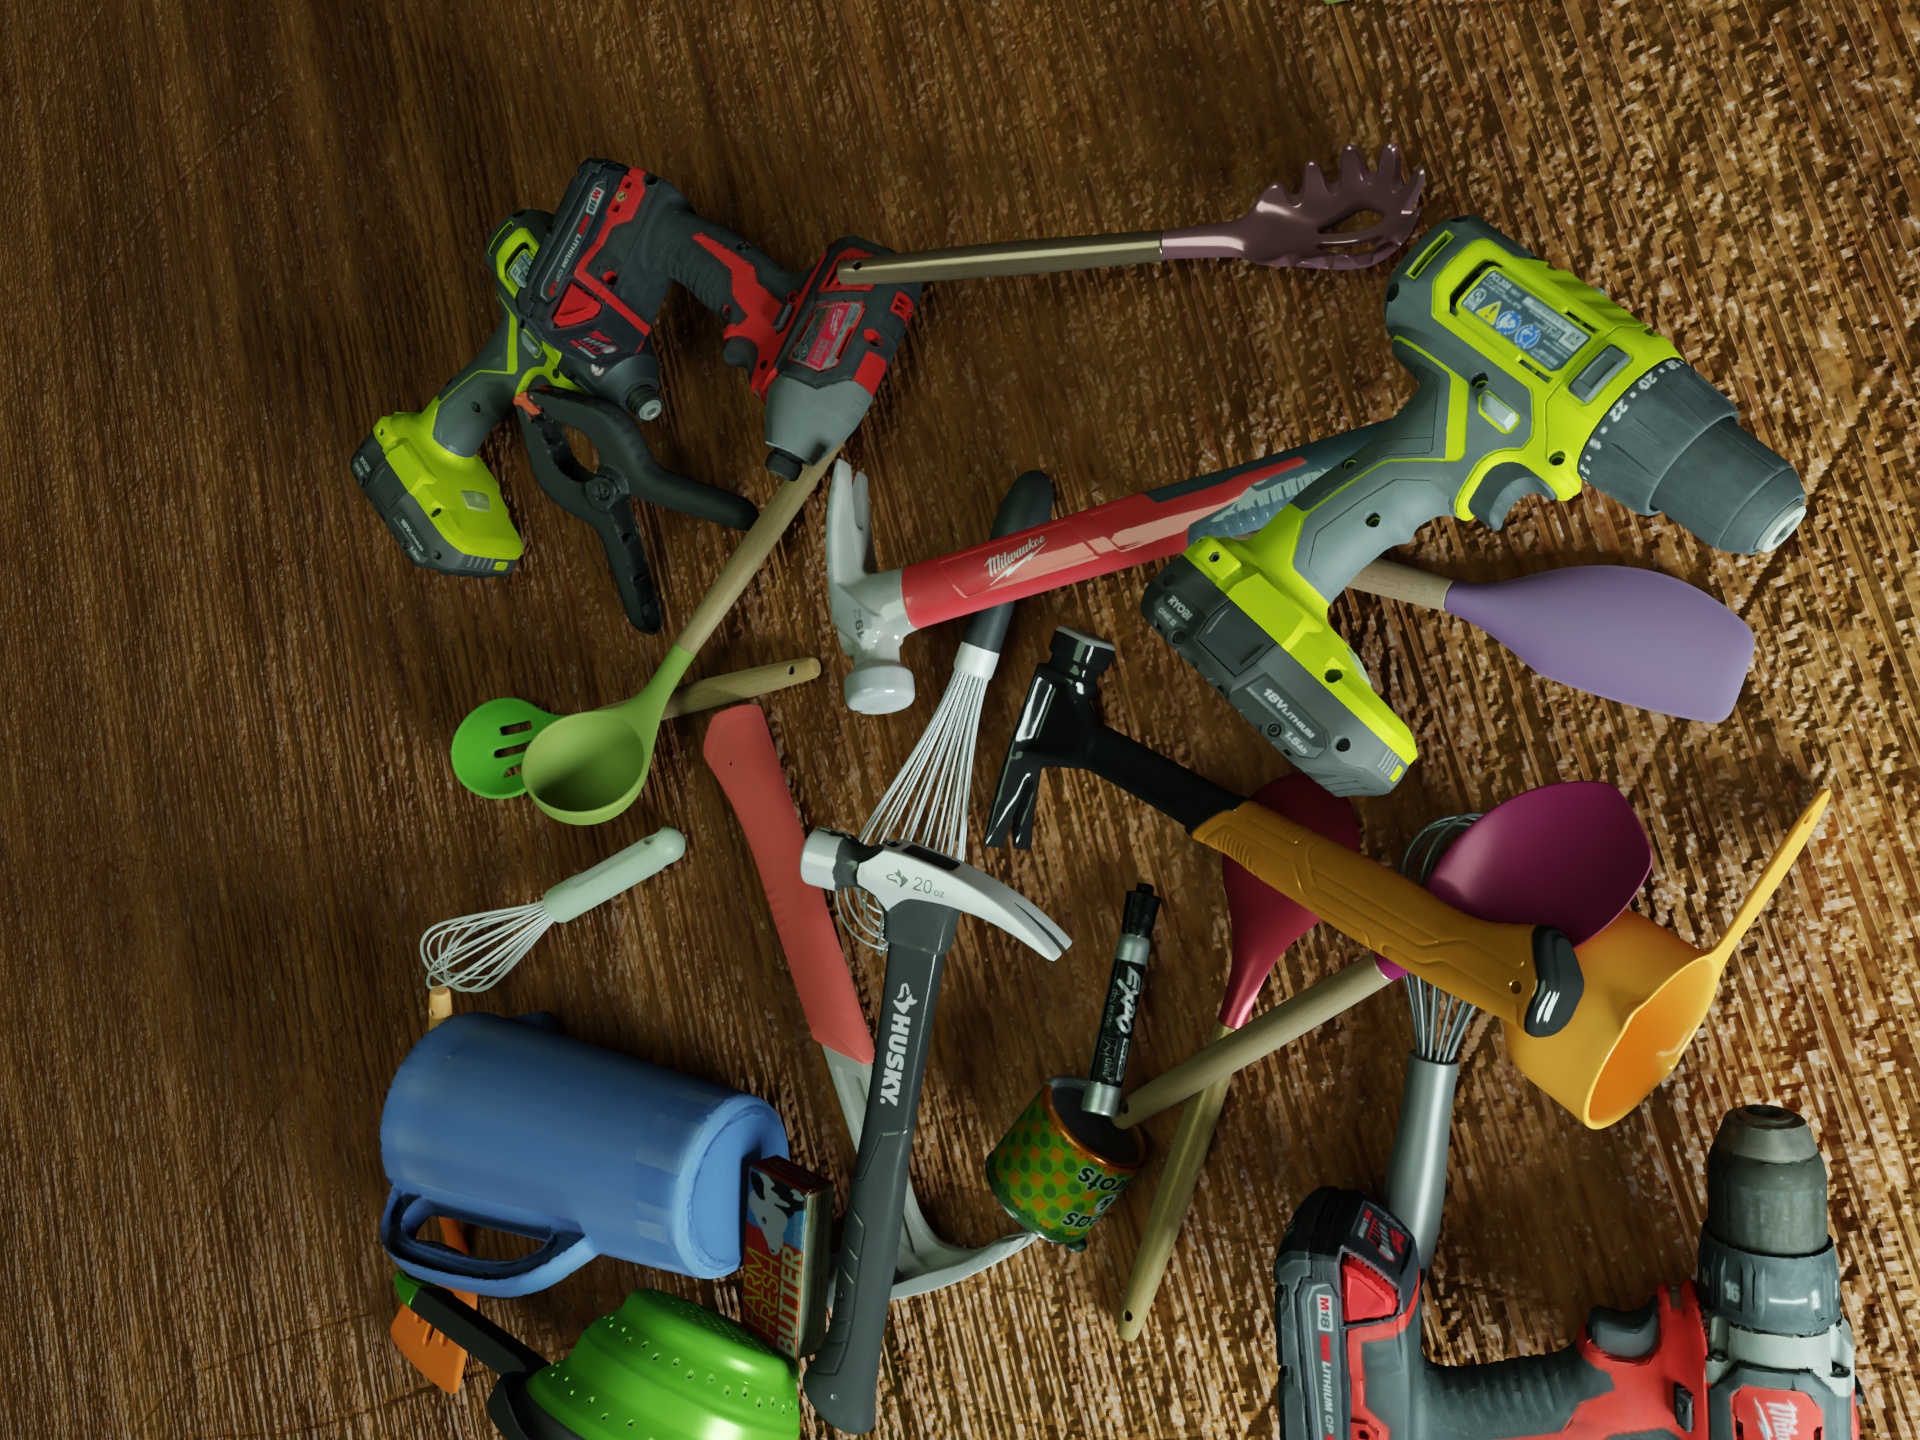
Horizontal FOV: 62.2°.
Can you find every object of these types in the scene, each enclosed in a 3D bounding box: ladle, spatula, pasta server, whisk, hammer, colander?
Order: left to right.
[{"bbox_3d":[-0.362,0.322,1.097,0.081,0.041,0.322,25,121,32],"label":"spatula"},{"bbox_3d":[-0.278,0.127,1.073,0.246,0.058,0.059,-28,108,26],"label":"whisk"},{"bbox_3d":[-0.220,0.382,0.975,0.397,0.204,0.094,10,69,41],"label":"colander"},{"bbox_3d":[-0.161,-0.068,0.973,0.078,0.062,0.320,42,103,24],"label":"ladle"},{"bbox_3d":[-0.073,0.156,0.939,0.149,0.036,0.359,-27,75,30],"label":"hammer"},{"bbox_3d":[-0.035,0.232,0.860,0.146,0.035,0.334,13,102,18],"label":"hammer"},{"bbox_3d":[-0.001,-0.003,0.884,0.070,0.070,0.284,22,96,32],"label":"whisk"},{"bbox_3d":[0.077,-0.246,0.817,0.316,0.040,0.060,2,75,23],"label":"pasta server"},{"bbox_3d":[0.102,-0.115,0.801,0.386,0.038,0.143,-14,72,25],"label":"hammer"},{"bbox_3d":[0.130,0.177,0.810,0.069,0.031,0.315,24,104,34],"label":"ladle"},{"bbox_3d":[0.136,0.063,0.748,0.337,0.034,0.127,30,104,48],"label":"hammer"},{"bbox_3d":[0.211,-0.069,0.764,0.316,0.018,0.060,20,99,31],"label":"spatula"},{"bbox_3d":[0.219,0.159,0.739,0.055,0.055,0.239,11,98,34],"label":"whisk"}]

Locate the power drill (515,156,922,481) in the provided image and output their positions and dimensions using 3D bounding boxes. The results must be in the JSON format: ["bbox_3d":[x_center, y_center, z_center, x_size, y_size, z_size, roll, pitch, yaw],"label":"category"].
[{"bbox_3d":[-0.143,-0.236,0.942,0.220,0.078,0.143,24,89,18],"label":"power drill"}]

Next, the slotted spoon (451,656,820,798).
[{"bbox_3d":[-0.218,-0.003,1.047,0.314,0.031,0.070,-13,82,31],"label":"slotted spoon"}]

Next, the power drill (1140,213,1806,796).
[{"bbox_3d":[0.208,-0.078,0.671,0.228,0.080,0.191,-47,62,10],"label":"power drill"}]

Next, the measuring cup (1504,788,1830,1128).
[{"bbox_3d":[0.298,0.089,0.677,0.052,0.095,0.173,35,88,40],"label":"measuring cup"}]

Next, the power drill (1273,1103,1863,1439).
[{"bbox_3d":[0.253,0.251,0.675,0.227,0.080,0.188,-1,95,23],"label":"power drill"}]

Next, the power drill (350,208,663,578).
[{"bbox_3d":[-0.303,-0.208,1.079,0.223,0.080,0.171,-45,70,22],"label":"power drill"}]

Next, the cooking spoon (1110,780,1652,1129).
[{"bbox_3d":[0.176,0.123,0.731,0.319,0.017,0.069,-41,54,37],"label":"cooking spoon"}]
